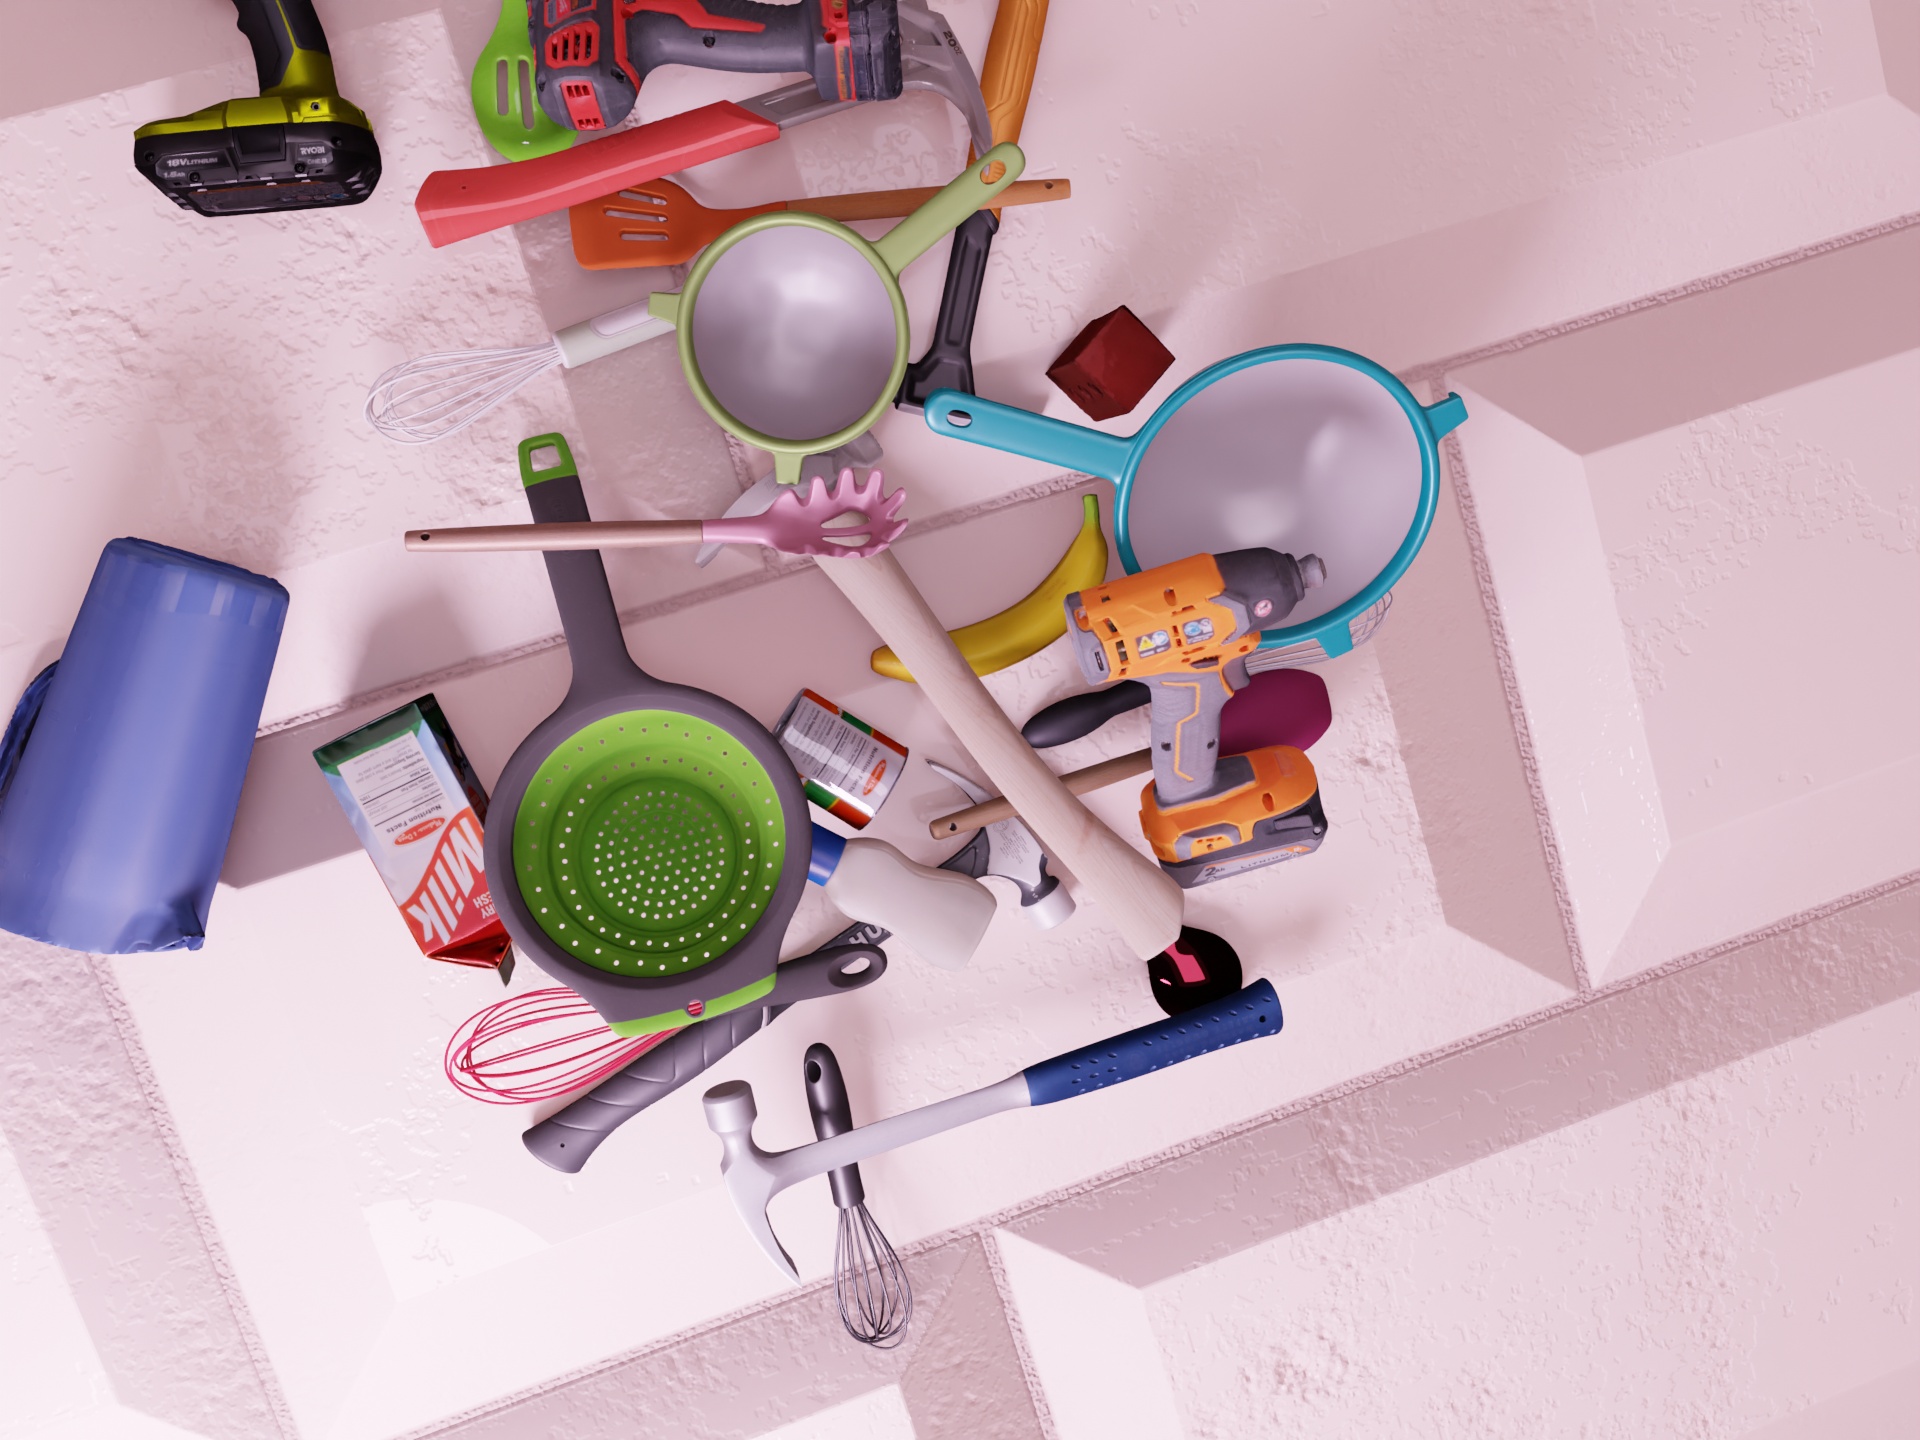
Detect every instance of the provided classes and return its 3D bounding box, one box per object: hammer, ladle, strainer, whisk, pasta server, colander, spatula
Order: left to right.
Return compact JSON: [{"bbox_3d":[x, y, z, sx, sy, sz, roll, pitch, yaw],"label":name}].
[{"bbox_3d":[-0.267,-0.238,1.030,0.246,0.059,0.058,-24,72,-11],"label":"whisk"},{"bbox_3d":[-0.224,0.006,1.053,0.204,0.094,0.397,-16,81,-9],"label":"colander"},{"bbox_3d":[-0.192,-0.123,1.015,0.316,0.040,0.060,-3,72,-7],"label":"pasta server"},{"bbox_3d":[-0.191,0.193,1.056,0.296,0.073,0.073,-12,99,-14],"label":"whisk"},{"bbox_3d":[-0.164,-0.363,1.009,0.359,0.036,0.149,-21,76,-8],"label":"hammer"},{"bbox_3d":[-0.124,0.184,1.108,0.409,0.036,0.149,-34,100,-5],"label":"hammer"},{"bbox_3d":[-0.089,-0.336,1.033,0.322,0.041,0.081,-5,79,1],"label":"spatula"},{"bbox_3d":[-0.076,0.335,1.116,0.055,0.055,0.239,-13,104,-8],"label":"whisk"},{"bbox_3d":[-0.062,-0.282,1.023,0.256,0.069,0.151,-36,99,12],"label":"strainer"},{"bbox_3d":[-0.002,-0.003,1.062,0.146,0.038,0.410,-39,88,-2],"label":"hammer"},{"bbox_3d":[0.026,-0.368,1.071,0.127,0.034,0.337,10,95,-10],"label":"hammer"},{"bbox_3d":[0.036,0.263,1.099,0.405,0.035,0.144,-15,99,-13],"label":"hammer"},{"bbox_3d":[0.098,0.102,1.143,0.069,0.031,0.315,-42,100,-3],"label":"ladle"},{"bbox_3d":[0.138,-0.173,1.035,0.340,0.095,0.211,13,120,-12],"label":"strainer"},{"bbox_3d":[0.174,-0.042,1.127,0.284,0.070,0.070,-22,100,-3],"label":"whisk"}]

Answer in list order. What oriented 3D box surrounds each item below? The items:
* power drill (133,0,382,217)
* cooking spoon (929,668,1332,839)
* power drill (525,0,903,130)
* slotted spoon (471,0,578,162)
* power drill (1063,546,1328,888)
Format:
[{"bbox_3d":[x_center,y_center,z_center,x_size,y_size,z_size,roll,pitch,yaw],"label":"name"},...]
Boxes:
[{"bbox_3d":[-0.452,-0.431,0.960,0.190,0.080,0.228,-8,95,-9],"label":"power drill"},{"bbox_3d":[0.126,0.030,1.125,0.319,0.017,0.068,-17,100,-16],"label":"cooking spoon"},{"bbox_3d":[-0.154,-0.462,0.983,0.226,0.080,0.188,-5,73,-1],"label":"power drill"},{"bbox_3d":[-0.287,-0.515,1.004,0.070,0.031,0.314,-6,96,-9],"label":"slotted spoon"},{"bbox_3d":[0.174,-0.008,1.044,0.164,0.084,0.226,-17,123,7],"label":"power drill"}]
